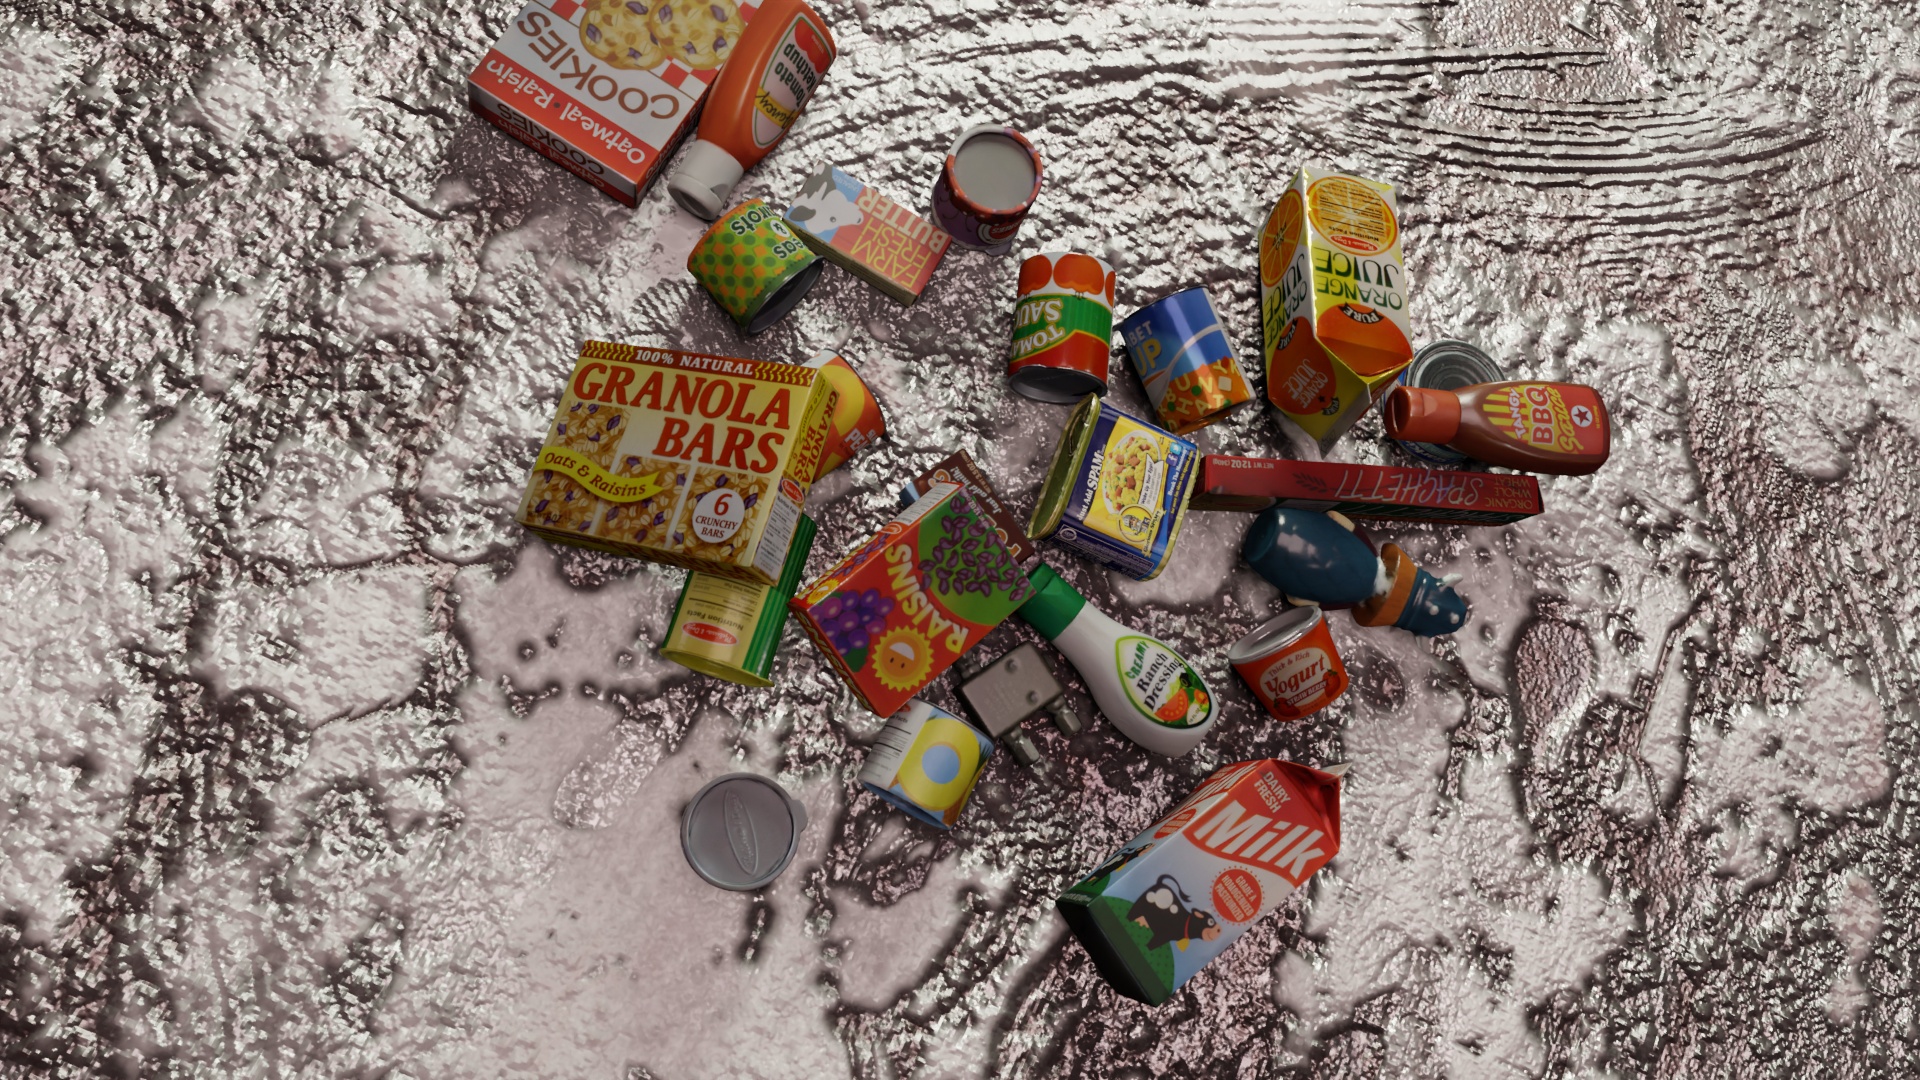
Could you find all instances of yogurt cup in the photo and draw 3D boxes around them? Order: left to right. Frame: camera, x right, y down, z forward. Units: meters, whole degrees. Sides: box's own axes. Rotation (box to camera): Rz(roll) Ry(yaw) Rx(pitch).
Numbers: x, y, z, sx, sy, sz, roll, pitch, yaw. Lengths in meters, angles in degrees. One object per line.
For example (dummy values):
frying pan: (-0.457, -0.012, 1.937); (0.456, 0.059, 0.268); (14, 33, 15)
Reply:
yogurt cup: (0.216, 0.082, 0.904); (0.072, 0.072, 0.054); (-32, 95, -17)

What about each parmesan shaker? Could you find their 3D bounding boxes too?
parmesan shaker: (-0.129, 0.030, 0.834); (0.071, 0.071, 0.103); (19, 73, -8)

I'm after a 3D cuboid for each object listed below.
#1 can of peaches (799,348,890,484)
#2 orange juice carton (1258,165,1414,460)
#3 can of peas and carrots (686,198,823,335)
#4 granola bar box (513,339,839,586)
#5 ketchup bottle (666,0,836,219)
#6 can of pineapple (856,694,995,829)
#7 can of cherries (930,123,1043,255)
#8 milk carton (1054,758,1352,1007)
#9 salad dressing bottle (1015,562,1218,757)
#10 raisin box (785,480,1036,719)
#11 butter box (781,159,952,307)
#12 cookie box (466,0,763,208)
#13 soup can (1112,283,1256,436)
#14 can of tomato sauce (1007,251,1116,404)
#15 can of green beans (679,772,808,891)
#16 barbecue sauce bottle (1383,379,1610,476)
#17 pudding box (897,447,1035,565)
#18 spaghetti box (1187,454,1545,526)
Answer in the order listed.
can of peaches: (-0.087, -0.075, 0.868); (0.058, 0.071, 0.071); (-36, 88, -17)
orange juice carton: (0.252, -0.153, 0.936); (0.073, 0.071, 0.193); (10, 60, -11)
can of peas and carrots: (-0.129, -0.175, 0.879); (0.071, 0.070, 0.059); (-43, 89, -18)
granola bar box: (-0.166, -0.048, 0.817); (0.165, 0.039, 0.124); (10, 73, 23)
ketchup bottle: (-0.139, -0.280, 0.908); (0.043, 0.064, 0.149); (24, 79, 28)
can of pineapple: (-0.019, 0.135, 0.836); (0.071, 0.071, 0.058); (31, 74, -5)
can of cherries: (0.019, -0.234, 0.932); (0.071, 0.058, 0.071); (3, 77, -12)
milk carton: (0.160, 0.196, 0.860); (0.191, 0.072, 0.073); (-34, 87, -18)
salad dressing bottle: (0.096, 0.075, 0.886); (0.147, 0.043, 0.064); (41, 56, -1)
raisin box: (-0.028, 0.034, 0.831); (0.124, 0.040, 0.086); (-39, 109, -17)
butter box: (-0.063, -0.204, 0.925); (0.103, 0.024, 0.053); (29, 74, -5)
cookie box: (-0.220, -0.317, 0.907); (0.123, 0.040, 0.168); (31, 72, -4)
soup can: (0.149, -0.118, 0.932); (0.071, 0.071, 0.084); (-21, 83, -16)
can of tomato sauce: (0.066, -0.140, 0.917); (0.071, 0.071, 0.083); (9, 75, -11)
can of green beans: (-0.129, 0.169, 0.807); (0.071, 0.057, 0.071); (3, 77, -12)
barbecue sauce bottle: (0.364, -0.080, 0.947); (0.149, 0.043, 0.065); (4, 70, -11)
pudding box: (0.003, -0.011, 0.893); (0.050, 0.030, 0.084); (-33, 86, -16)
spaghetti box: (0.274, -0.033, 0.949); (0.250, 0.050, 0.029); (3, 79, -13)
